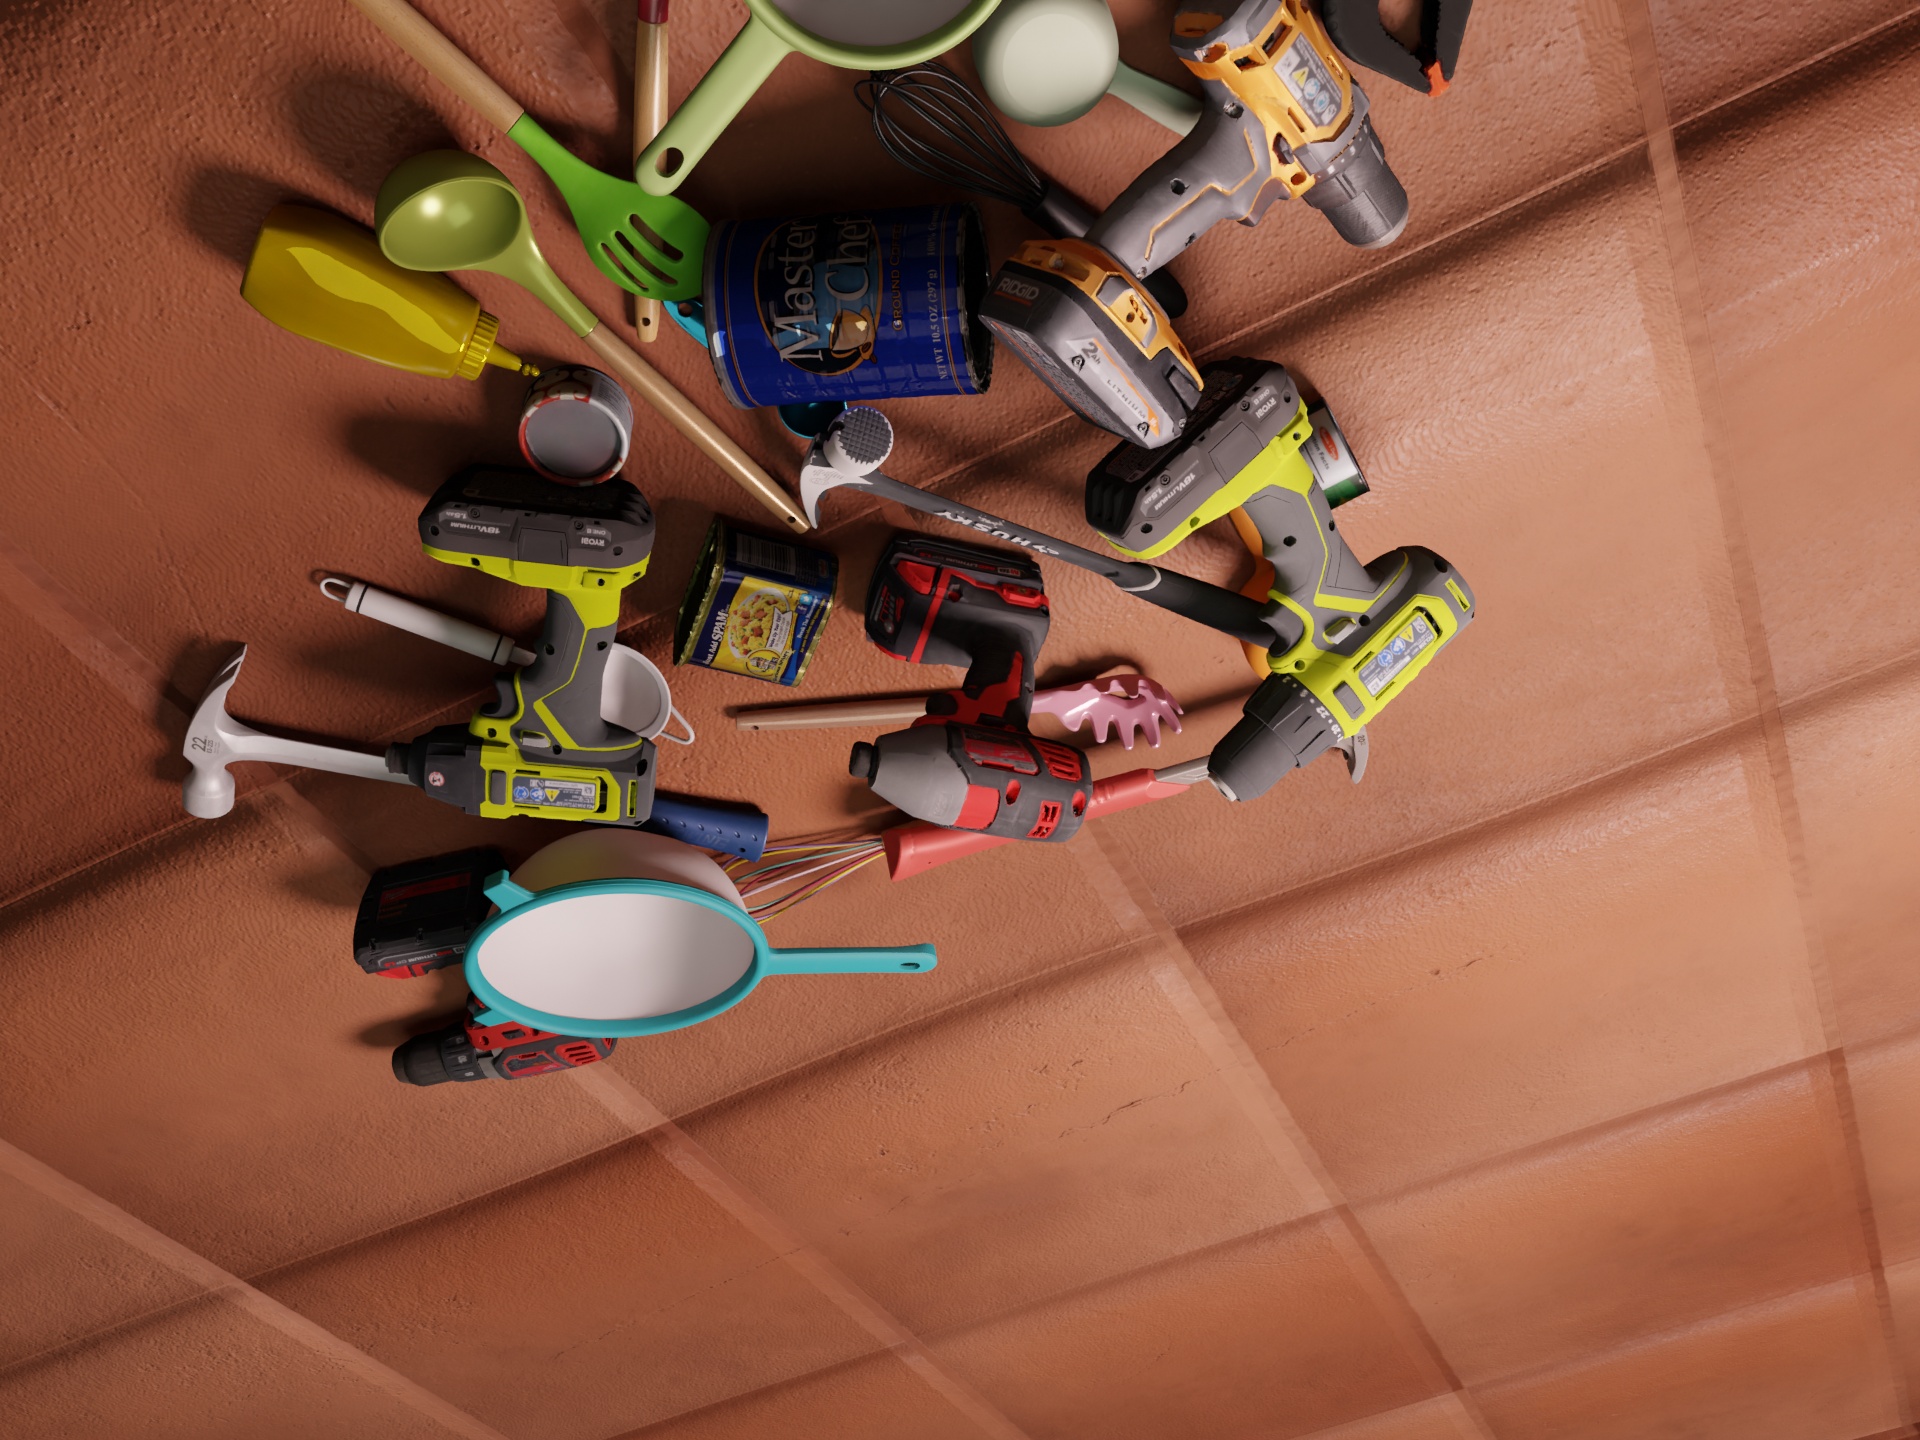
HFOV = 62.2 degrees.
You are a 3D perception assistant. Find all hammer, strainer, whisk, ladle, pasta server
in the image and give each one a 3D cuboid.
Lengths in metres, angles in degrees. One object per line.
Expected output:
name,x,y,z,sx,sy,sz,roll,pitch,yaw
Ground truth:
hammer,0.091,-0.093,0.996,0.408,0.036,0.149,18,168,-18
hammer,-0.338,0.044,1.140,0.405,0.035,0.144,12,129,-16
strainer,-0.079,-0.366,0.781,0.151,0.069,0.256,31,122,-32
strainer,-0.297,-0.046,1.062,0.258,0.050,0.086,21,125,-16
hammer,0.118,0.055,1.163,0.359,0.037,0.149,-17,155,9
whisk,-0.077,0.106,1.219,0.245,0.047,0.051,-19,130,6
whisk,0.040,-0.288,0.882,0.238,0.055,0.055,27,124,-32
ladle,-0.159,-0.338,0.826,0.069,0.031,0.315,9,132,-4
strainer,-0.186,0.143,1.167,0.340,0.095,0.210,3,141,-17
pasta server,-0.002,-0.004,1.132,0.316,0.040,0.060,-4,141,-2
ladle,-0.195,-0.200,0.912,0.078,0.062,0.319,-29,130,24

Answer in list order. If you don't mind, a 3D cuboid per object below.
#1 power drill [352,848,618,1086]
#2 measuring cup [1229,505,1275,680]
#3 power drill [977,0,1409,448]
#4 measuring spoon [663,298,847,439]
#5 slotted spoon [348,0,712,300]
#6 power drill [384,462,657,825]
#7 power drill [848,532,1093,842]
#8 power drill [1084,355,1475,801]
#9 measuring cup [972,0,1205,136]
power drill,-0.395,0.213,1.260,0.188,0.080,0.226,-12,135,5
measuring cup,0.216,-0.089,1.069,0.095,0.052,0.173,-24,132,15
power drill,0.137,-0.257,0.852,0.185,0.084,0.226,35,92,-39
measuring spoon,-0.122,-0.217,0.949,0.128,0.021,0.042,35,121,-21
slotted spoon,-0.251,-0.324,0.815,0.070,0.031,0.313,-30,123,36
power drill,-0.276,-0.041,1.006,0.171,0.080,0.223,6,116,-7
power drill,-0.002,-0.019,0.996,0.143,0.220,0.078,10,130,-15
power drill,0.177,-0.078,0.936,0.190,0.080,0.228,-43,114,-2
measuring cup,0.085,-0.335,0.845,0.167,0.038,0.083,19,127,-19
